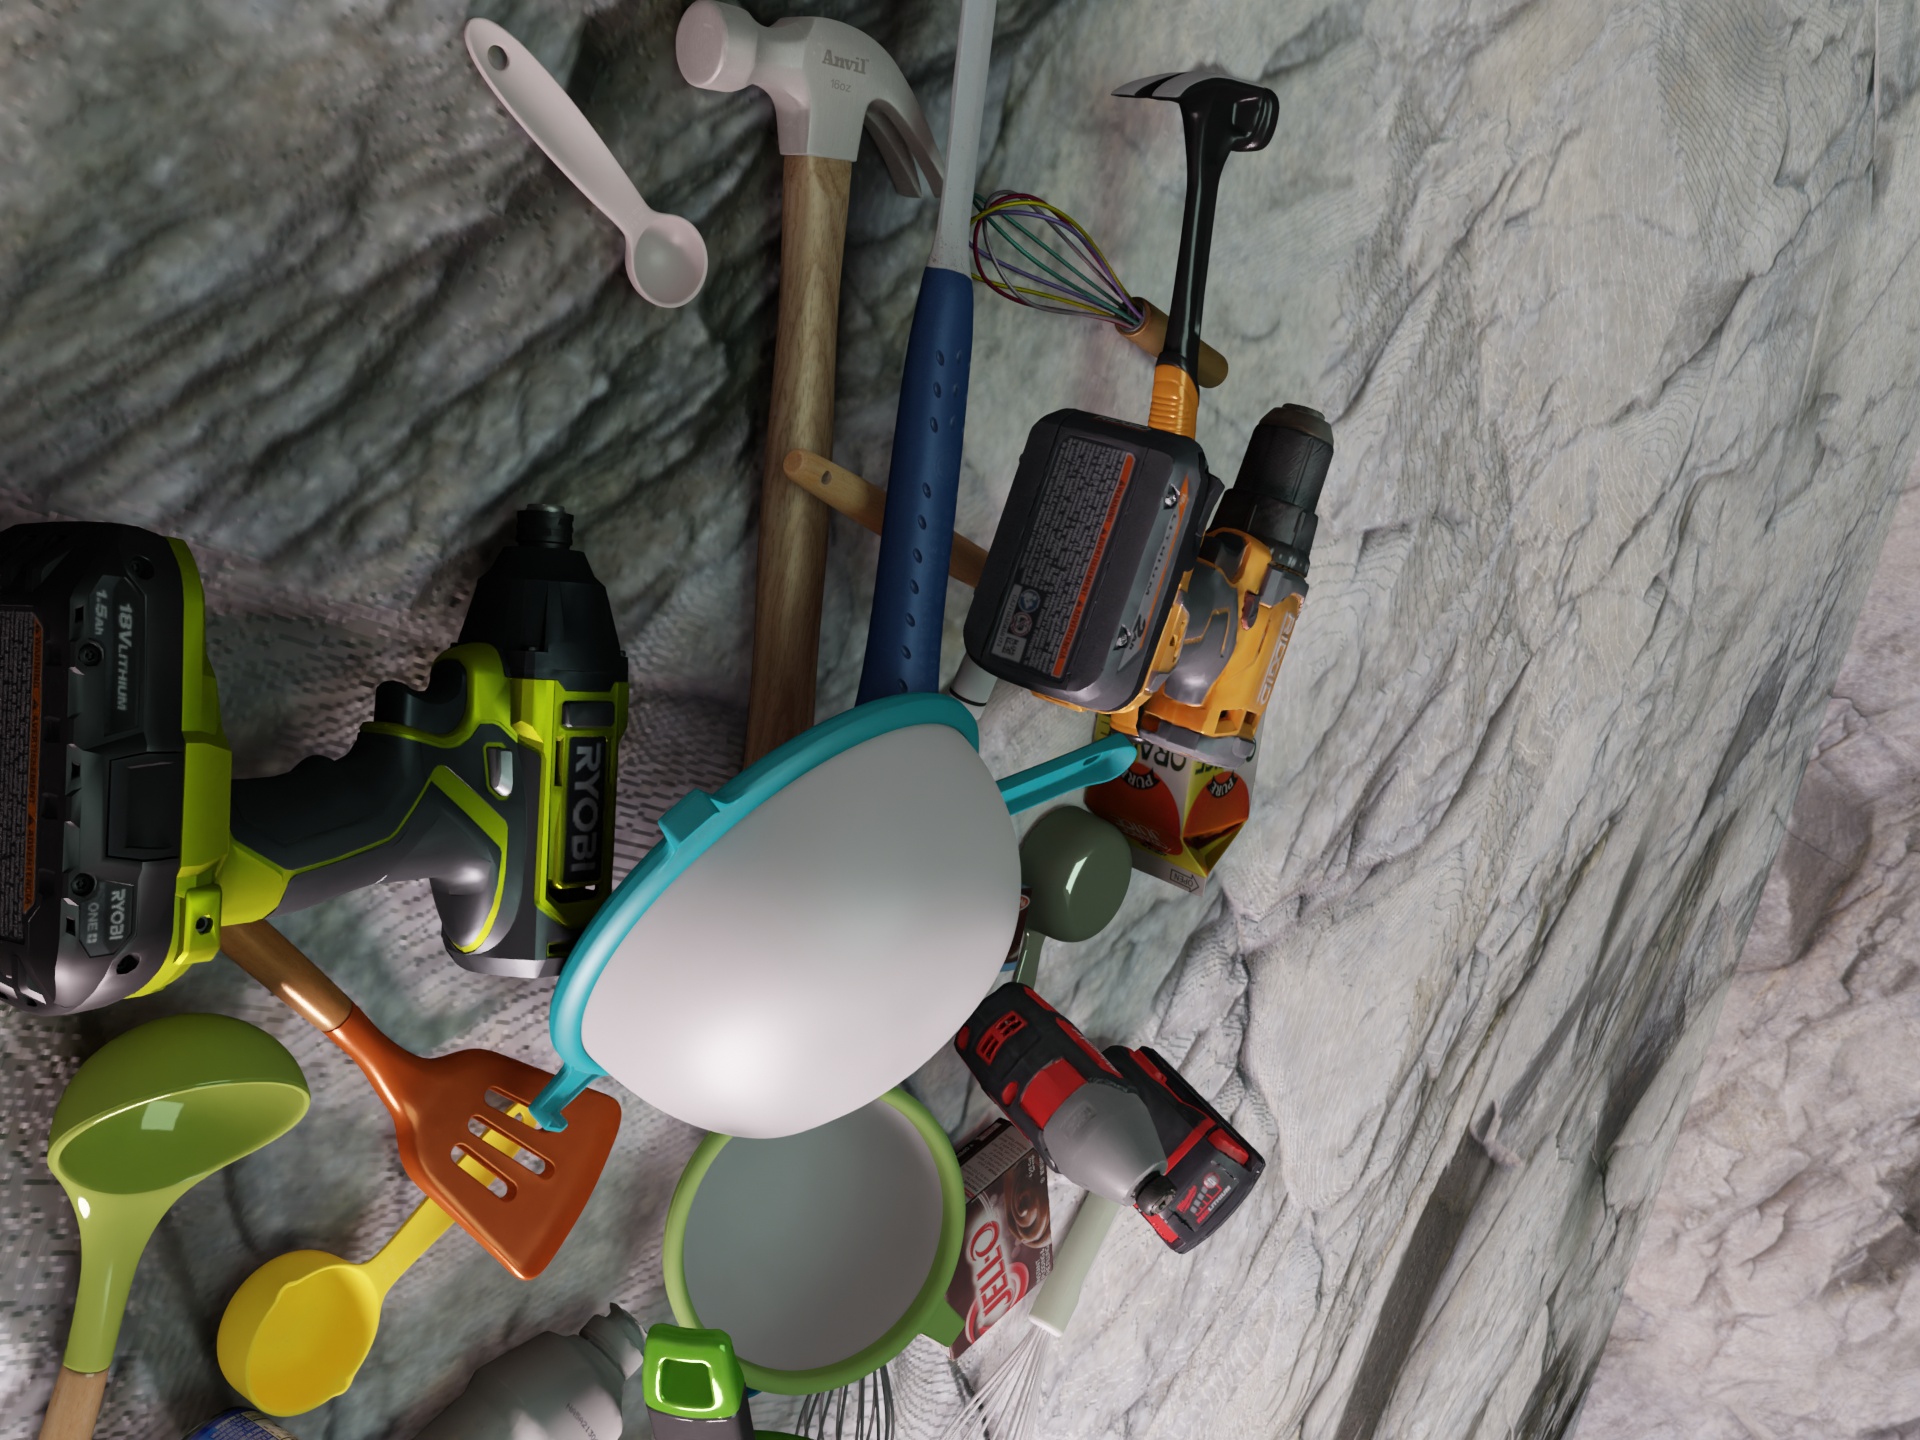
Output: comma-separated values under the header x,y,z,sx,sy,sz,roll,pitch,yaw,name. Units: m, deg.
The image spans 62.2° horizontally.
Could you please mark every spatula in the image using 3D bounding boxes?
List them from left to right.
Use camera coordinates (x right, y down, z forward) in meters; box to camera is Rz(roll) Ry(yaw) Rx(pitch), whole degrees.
x,y,z,sx,sy,sz,roll,pitch,yaw,name
-0.230,0.091,0.562,0.322,0.041,0.081,61,43,-41,spatula

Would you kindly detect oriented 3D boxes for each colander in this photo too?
x,y,z,sx,sy,sz,roll,pitch,yaw,name
-0.095,0.351,0.722,0.095,0.204,0.396,-79,172,-50,colander

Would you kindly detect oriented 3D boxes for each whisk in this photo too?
x,y,z,sx,sy,sz,roll,pitch,yaw,name
-0.056,0.314,0.859,0.055,0.055,0.239,-3,102,-49,whisk
0.051,0.394,1.013,0.246,0.059,0.057,-59,178,-21,whisk
0.073,-0.211,0.806,0.244,0.051,0.047,11,117,-55,whisk

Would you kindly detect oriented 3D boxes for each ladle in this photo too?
x,y,z,sx,sy,sz,roll,pitch,yaw,name
-0.297,0.247,0.536,0.078,0.062,0.320,12,98,-51,ladle

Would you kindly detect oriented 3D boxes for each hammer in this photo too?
x,y,z,sx,sy,sz,roll,pitch,yaw,name
-0.067,-0.119,0.678,0.130,0.031,0.331,-13,115,-46,hammer
-0.008,-0.194,0.650,0.144,0.035,0.405,2,96,-56,hammer
0.104,-0.147,0.804,0.127,0.034,0.336,-24,124,-54,hammer

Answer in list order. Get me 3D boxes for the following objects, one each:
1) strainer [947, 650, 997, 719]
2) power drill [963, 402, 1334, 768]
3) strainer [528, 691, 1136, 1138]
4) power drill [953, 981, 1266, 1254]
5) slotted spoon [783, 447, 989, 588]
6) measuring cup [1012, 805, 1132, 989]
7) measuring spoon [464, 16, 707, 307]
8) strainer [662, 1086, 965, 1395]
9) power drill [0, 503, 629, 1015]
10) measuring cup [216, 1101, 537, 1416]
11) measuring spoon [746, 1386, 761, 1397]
x,y,z,sx,sy,sz,roll,pitch,yaw,name
-0.001,-0.002,0.759,0.086,0.050,0.258,0,119,-50,strainer
0.105,-0.078,0.737,0.226,0.084,0.185,14,96,-59,power drill
-0.006,0.080,0.672,0.340,0.095,0.211,-19,149,-46,strainer
0.091,0.232,0.902,0.078,0.143,0.219,-47,146,0,power drill
0.011,-0.069,0.763,0.313,0.031,0.070,23,89,-57,slotted spoon
0.056,0.134,0.917,0.083,0.038,0.167,7,100,-51,measuring cup
-0.138,-0.201,0.579,0.034,0.018,0.124,-55,132,-16,measuring spoon
-0.079,0.187,0.770,0.151,0.069,0.256,-1,89,-26,strainer
-0.202,0.005,0.520,0.223,0.080,0.171,1,93,-59,power drill
-0.226,0.201,0.632,0.156,0.029,0.062,-48,137,-43,measuring cup
-0.074,0.313,0.824,0.128,0.021,0.042,-10,103,-25,measuring spoon
